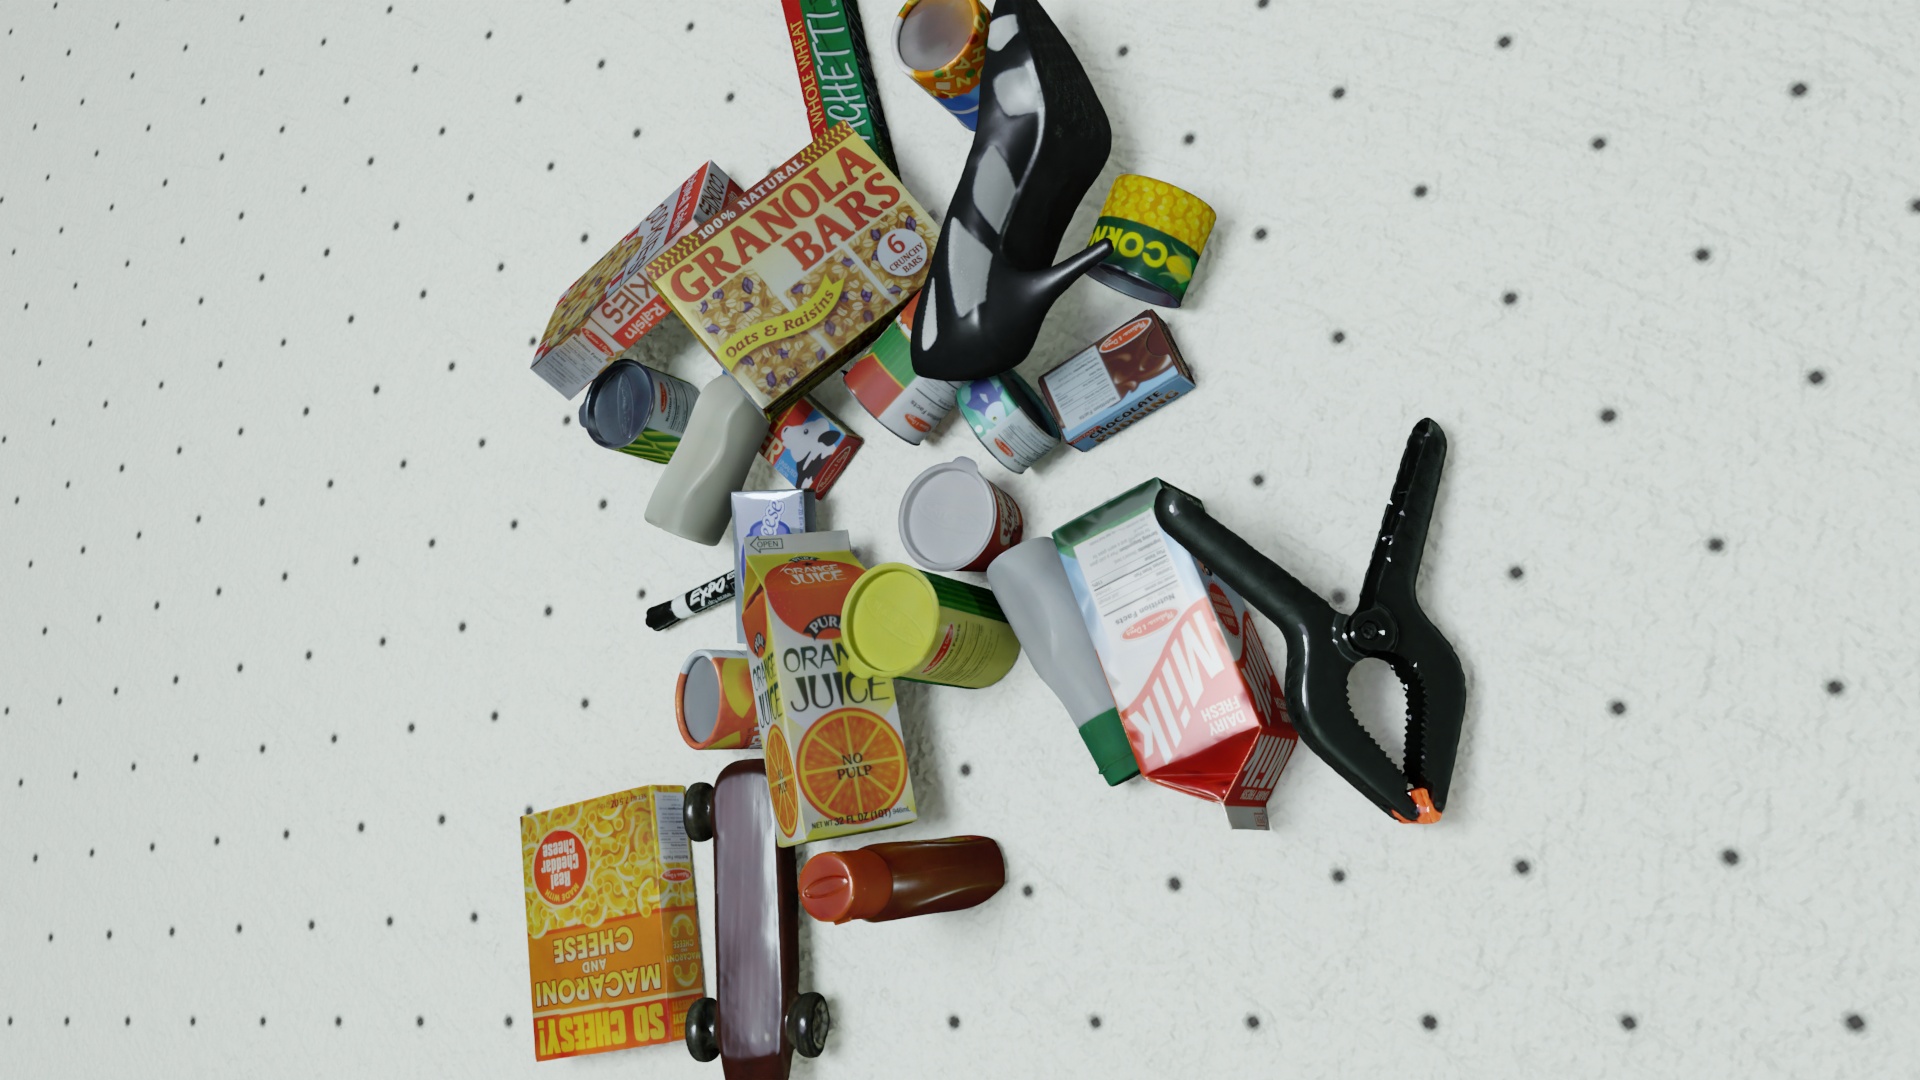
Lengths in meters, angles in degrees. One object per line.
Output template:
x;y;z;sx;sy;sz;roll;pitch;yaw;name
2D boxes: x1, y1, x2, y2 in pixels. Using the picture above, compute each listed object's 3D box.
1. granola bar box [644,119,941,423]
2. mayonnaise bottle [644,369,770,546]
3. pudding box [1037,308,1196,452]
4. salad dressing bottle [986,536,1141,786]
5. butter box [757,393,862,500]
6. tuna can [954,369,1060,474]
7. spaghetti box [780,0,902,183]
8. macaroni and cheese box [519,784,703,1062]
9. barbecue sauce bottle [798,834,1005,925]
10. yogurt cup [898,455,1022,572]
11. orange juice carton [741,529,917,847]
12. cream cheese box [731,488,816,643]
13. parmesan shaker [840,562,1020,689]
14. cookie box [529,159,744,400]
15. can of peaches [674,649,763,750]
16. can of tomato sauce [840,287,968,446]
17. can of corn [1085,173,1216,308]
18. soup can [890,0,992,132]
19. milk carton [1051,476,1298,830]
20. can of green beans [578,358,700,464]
-0.101;-0.176;0.905;0.166;0.039;0.124;-39;84;-10;granola bar box
-0.159;-0.071;0.933;0.041;0.064;0.148;22;88;22;mayonnaise bottle
0.094;-0.096;0.842;0.083;0.030;0.050;-31;66;21;pudding box
0.067;0.070;0.811;0.044;0.064;0.148;-21;72;-22;salad dressing bottle
-0.119;-0.078;0.962;0.104;0.024;0.053;41;101;29;butter box
0.029;-0.078;0.855;0.032;0.071;0.071;-38;65;18;tuna can
-0.092;-0.346;0.997;0.050;0.028;0.250;-22;70;24;spaghetti box
-0.239;0.262;0.954;0.123;0.040;0.167;-17;72;26;macaroni and cheese box
-0.034;0.193;0.788;0.064;0.148;0.044;-22;71;25;barbecue sauce bottle
0.003;-0.011;0.862;0.072;0.054;0.072;-6;78;29;yogurt cup
-0.086;0.087;0.862;0.072;0.072;0.193;141;121;-64;orange juice carton
-0.123;0.018;0.926;0.053;0.024;0.103;-1;93;14;cream cheese box
-0.017;0.056;0.833;0.071;0.103;0.071;-6;77;28;parmesan shaker
-0.230;-0.190;1.003;0.167;0.040;0.123;-36;29;19;cookie box
-0.147;0.107;0.910;0.071;0.058;0.071;-10;77;50;can of peaches
-0.025;-0.114;0.892;0.083;0.071;0.071;-47;62;13;can of tomato sauce
0.111;-0.179;0.825;0.071;0.071;0.058;24;92;31;can of corn
0.005;-0.315;0.904;0.071;0.084;0.071;-6;77;28;soup can
0.125;0.069;0.768;0.073;0.072;0.191;-28;67;22;milk carton
-0.228;-0.092;1.007;0.071;0.058;0.071;-6;78;28;can of green beans
